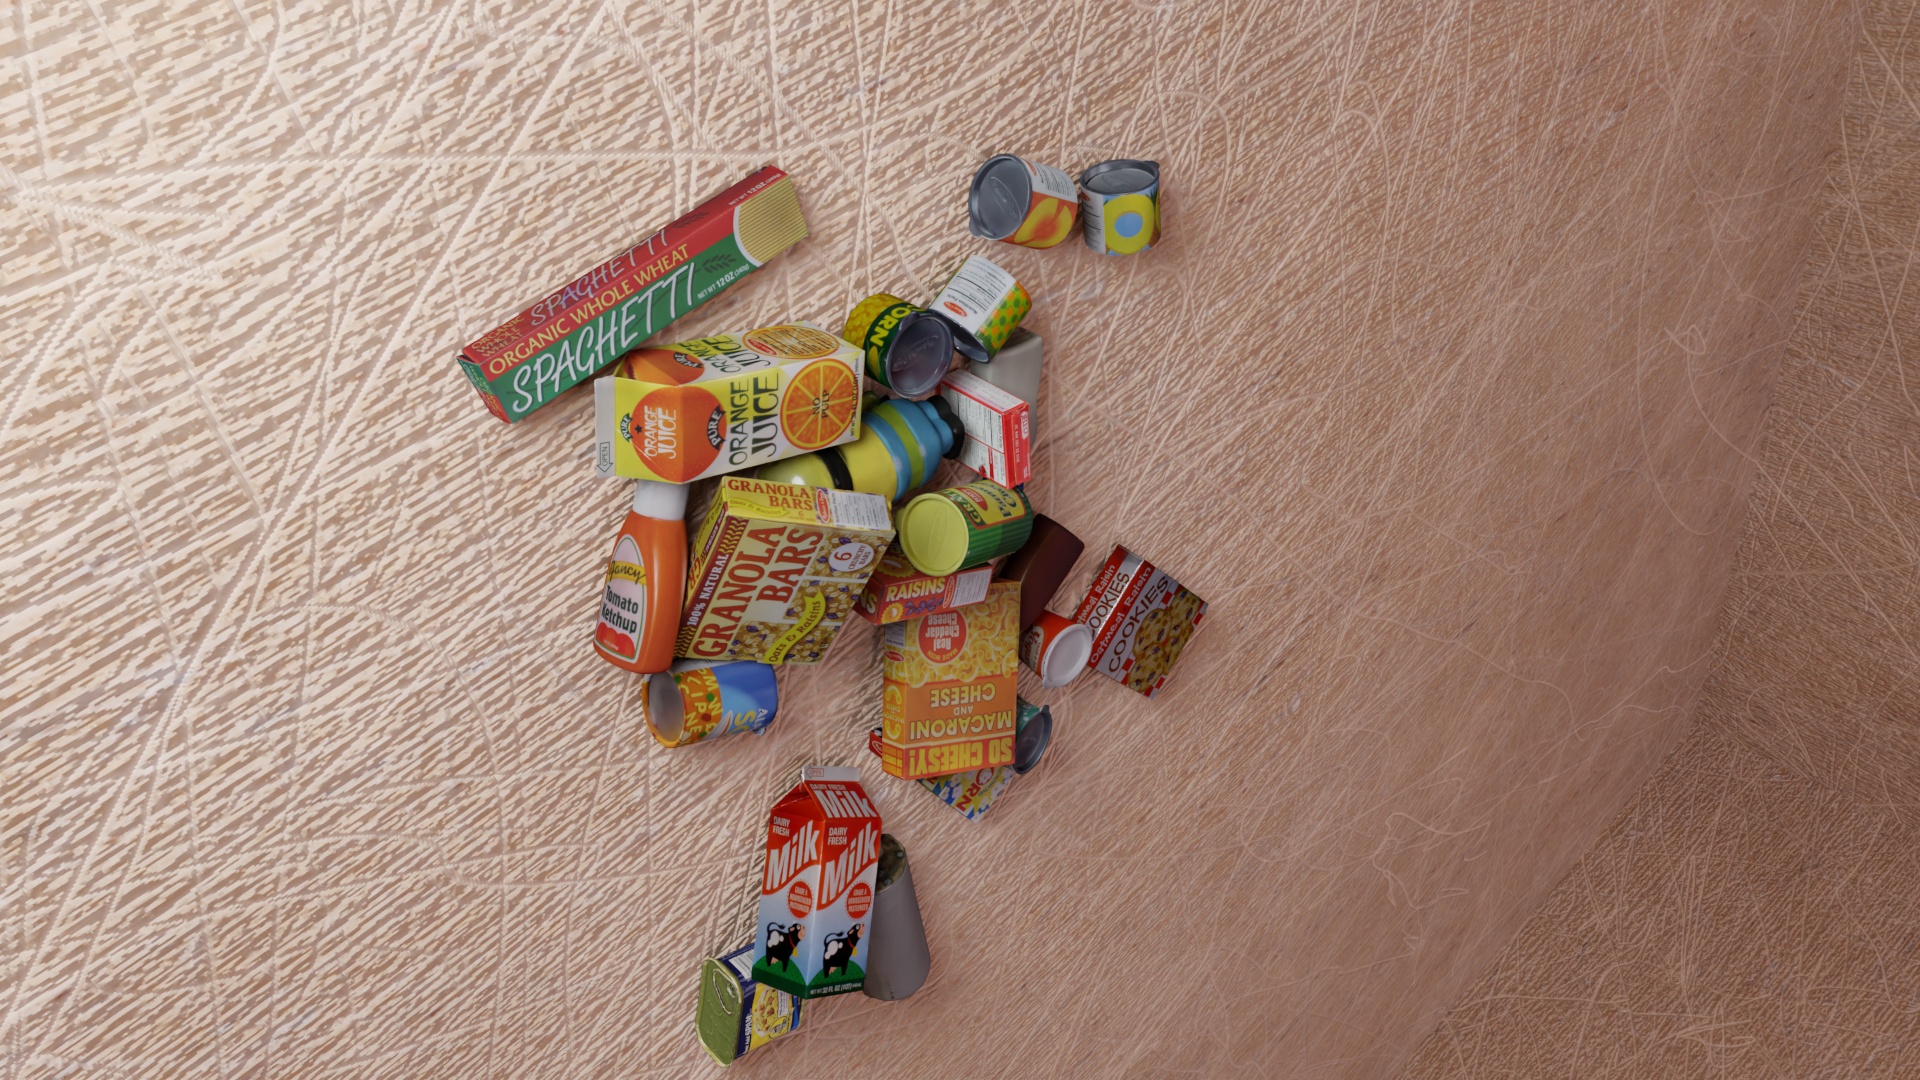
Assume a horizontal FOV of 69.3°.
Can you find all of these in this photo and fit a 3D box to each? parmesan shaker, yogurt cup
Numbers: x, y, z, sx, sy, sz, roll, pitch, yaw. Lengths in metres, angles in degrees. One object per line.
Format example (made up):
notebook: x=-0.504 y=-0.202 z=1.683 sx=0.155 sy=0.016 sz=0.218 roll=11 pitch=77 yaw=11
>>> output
parmesan shaker: x=0.004 y=-0.014 z=1.130 sx=0.103 sy=0.071 sz=0.071 roll=-17 pitch=126 yaw=-55
yogurt cup: x=0.087 y=0.102 z=1.355 sx=0.073 sy=0.054 sz=0.072 roll=-25 pitch=130 yaw=-34

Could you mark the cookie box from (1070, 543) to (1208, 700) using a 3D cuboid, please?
cookie box: x=0.183 y=0.088 z=1.458 sx=0.167 sy=0.040 sz=0.123 roll=31 pitch=90 yaw=-51

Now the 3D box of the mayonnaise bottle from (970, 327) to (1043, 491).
mayonnaise bottle: x=0.038 y=-0.105 z=1.189 sx=0.065 sy=0.041 sz=0.147 roll=-23 pitch=130 yaw=-34

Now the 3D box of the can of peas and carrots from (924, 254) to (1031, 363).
can of peas and carrots: x=0.014 y=-0.182 z=1.099 sx=0.059 sy=0.071 sz=0.070 roll=-53 pitch=140 yaw=-8

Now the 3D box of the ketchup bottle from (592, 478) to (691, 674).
ketchup bottle: x=-0.220 y=0.016 z=0.981 sx=0.043 sy=0.065 sz=0.148 roll=-2 pitch=109 yaw=-52

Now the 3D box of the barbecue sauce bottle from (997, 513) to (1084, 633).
barbecue sauce bottle: x=0.056 y=0.050 z=1.300 sx=0.148 sy=0.044 sz=0.065 roll=-57 pitch=139 yaw=-2

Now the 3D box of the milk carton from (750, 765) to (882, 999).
milk carton: x=-0.123 y=0.293 z=1.215 sx=0.072 sy=0.073 sz=0.190 roll=13 pitch=82 yaw=-48

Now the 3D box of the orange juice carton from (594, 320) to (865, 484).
orange juice carton: x=-0.165 y=-0.095 z=0.959 sx=0.193 sy=0.073 sz=0.071 roll=-18 pitch=125 yaw=-38

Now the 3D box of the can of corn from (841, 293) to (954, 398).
can of corn: x=-0.049 y=-0.151 z=1.056 sx=0.071 sy=0.058 sz=0.070 roll=-25 pitch=129 yaw=-34

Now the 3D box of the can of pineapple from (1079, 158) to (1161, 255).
can of pineapple: x=0.136 y=-0.279 z=1.162 sx=0.071 sy=0.071 sz=0.057 roll=-34 pitch=135 yaw=-28

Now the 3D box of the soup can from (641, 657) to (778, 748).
soup can: x=-0.192 y=0.123 z=1.067 sx=0.084 sy=0.071 sz=0.071 roll=-8 pitch=119 yaw=-42

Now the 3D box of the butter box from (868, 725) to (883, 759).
butter box: x=-0.029 y=0.182 z=1.285 sx=0.104 sy=0.053 sz=0.024 roll=-16 pitch=122 yaw=-40

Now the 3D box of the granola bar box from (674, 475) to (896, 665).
granola bar box: x=-0.136 y=0.027 z=1.008 sx=0.124 sy=0.039 sz=0.164 roll=7 pitch=138 yaw=-26

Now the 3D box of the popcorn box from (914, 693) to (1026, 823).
popcorn box: x=0.023 y=0.207 z=1.365 sx=0.127 sy=0.038 sz=0.085 roll=-52 pitch=140 yaw=-8

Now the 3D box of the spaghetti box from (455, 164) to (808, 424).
spaghetti box: x=-0.207 y=-0.164 z=0.908 sx=0.251 sy=0.029 sz=0.050 roll=-39 pitch=135 yaw=-23

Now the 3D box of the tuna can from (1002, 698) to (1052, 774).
tuna can: x=0.057 y=0.183 z=1.320 sx=0.071 sy=0.033 sz=0.070 roll=-36 pitch=137 yaw=-43

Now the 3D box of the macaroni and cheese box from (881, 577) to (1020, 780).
macaroni and cheese box: x=-0.008 y=0.119 z=1.228 sx=0.124 sy=0.040 sz=0.166 roll=-2 pitch=96 yaw=-36

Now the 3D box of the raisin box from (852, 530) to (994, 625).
raisin box: x=-0.046 y=0.027 z=1.146 sx=0.124 sy=0.086 sz=0.040 roll=-9 pitch=121 yaw=-43

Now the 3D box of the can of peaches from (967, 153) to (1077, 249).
can of peaches: x=0.048 y=-0.262 z=1.085 sx=0.058 sy=0.071 sz=0.071 roll=-1 pitch=114 yaw=-46
